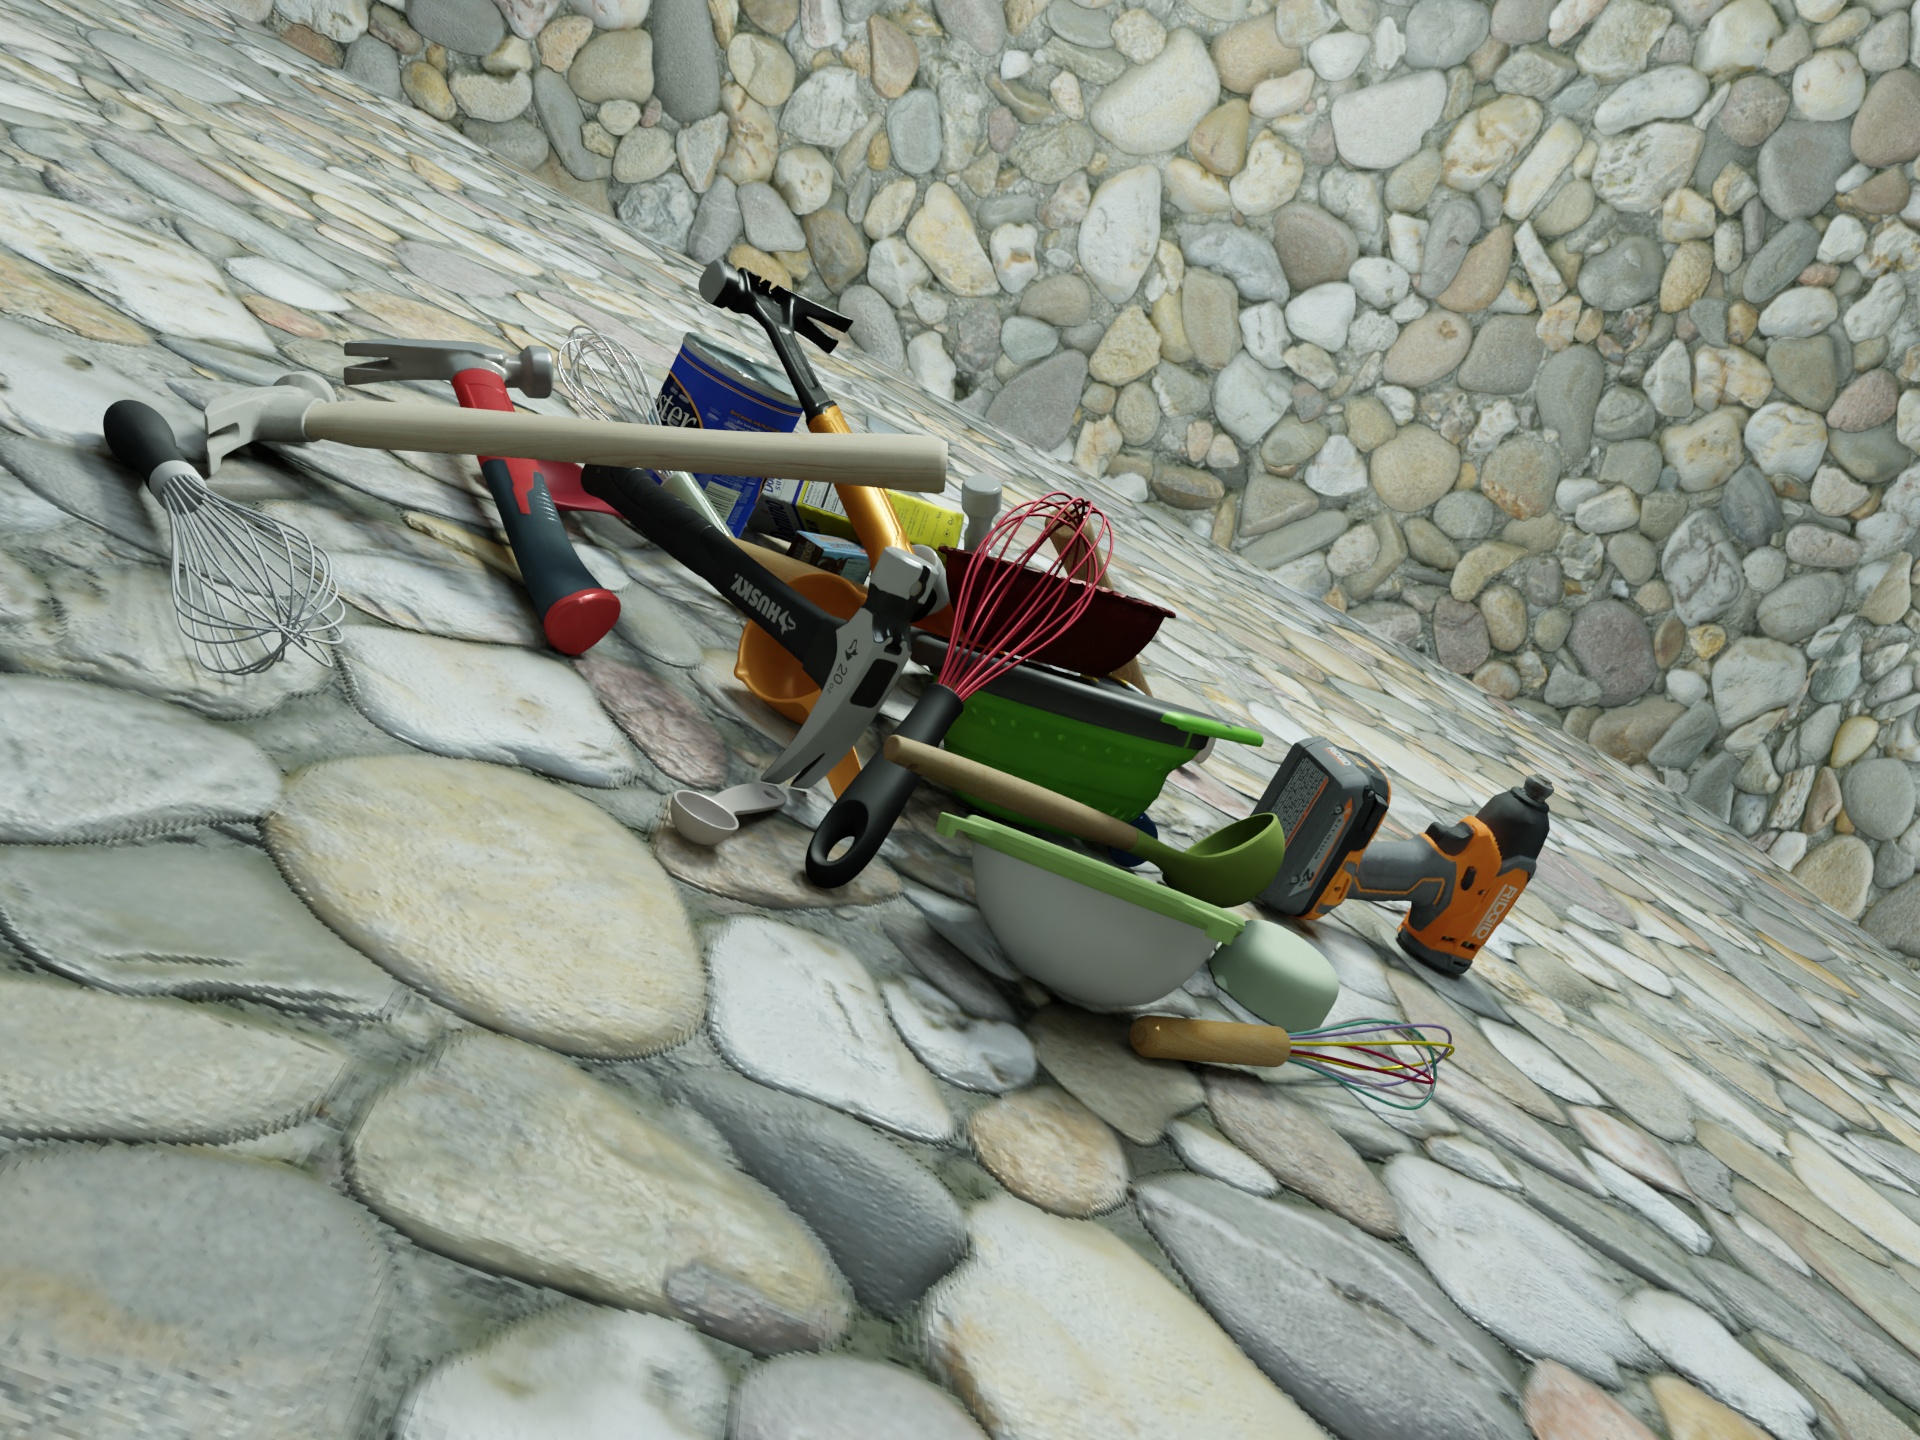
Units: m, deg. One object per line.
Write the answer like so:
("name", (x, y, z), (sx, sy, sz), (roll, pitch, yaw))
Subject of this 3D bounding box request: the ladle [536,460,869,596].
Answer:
("ladle", (-0.177, -0.124, 1.075), (0.315, 0.031, 0.069), (21, 29, 13))

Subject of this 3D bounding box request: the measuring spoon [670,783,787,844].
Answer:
("measuring spoon", (-0.114, 0.047, 0.797), (0.034, 0.018, 0.124), (32, 9, 10))

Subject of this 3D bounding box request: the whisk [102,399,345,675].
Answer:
("whisk", (-0.355, -0.097, 0.737), (0.070, 0.070, 0.285), (13, 18, -46))

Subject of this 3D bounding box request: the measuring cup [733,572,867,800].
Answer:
("measuring cup", (-0.072, -0.006, 0.942), (0.052, 0.095, 0.174), (43, 22, -55))

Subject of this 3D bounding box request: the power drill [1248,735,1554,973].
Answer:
("power drill", (0.328, 0.088, 1.162), (0.226, 0.164, 0.084), (19, 19, -28))

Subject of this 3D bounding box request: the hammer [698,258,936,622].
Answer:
("hammer", (-0.083, -0.193, 1.101), (0.127, 0.034, 0.337), (14, 39, -42))

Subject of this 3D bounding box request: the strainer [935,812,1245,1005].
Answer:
("strainer", (0.073, 0.112, 0.853), (0.151, 0.069, 0.256), (20, -5, 15))

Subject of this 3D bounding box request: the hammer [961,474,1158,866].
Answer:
("hammer", (0.062, -0.030, 1.195), (0.035, 0.144, 0.406), (-8, 37, -12))

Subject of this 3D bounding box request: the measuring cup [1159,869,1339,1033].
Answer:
("measuring cup", (0.174, 0.128, 0.992), (0.083, 0.038, 0.168), (19, 21, -34))

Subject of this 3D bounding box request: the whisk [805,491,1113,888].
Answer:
("whisk", (0.001, -0.025, 0.851), (0.073, 0.073, 0.296), (31, 58, 6))

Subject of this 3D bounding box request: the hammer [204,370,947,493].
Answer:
("hammer", (-0.212, -0.158, 0.918), (0.410, 0.038, 0.146), (4, 20, -3))

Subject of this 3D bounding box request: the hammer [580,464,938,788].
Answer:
("hammer", (-0.144, -0.088, 0.948), (0.035, 0.146, 0.335), (14, 17, -45))

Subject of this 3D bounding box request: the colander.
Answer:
("colander", (-0.002, -0.003, 1.039), (0.397, 0.094, 0.204), (19, 5, 39))

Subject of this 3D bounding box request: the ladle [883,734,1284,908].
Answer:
("ladle", (0.075, 0.048, 0.879), (0.319, 0.078, 0.062), (23, 52, -42))

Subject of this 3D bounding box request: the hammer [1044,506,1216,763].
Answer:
("hammer", (0.117, -0.067, 1.251), (0.130, 0.031, 0.331), (27, -15, 28))

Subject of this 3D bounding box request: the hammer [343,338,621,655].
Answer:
("hammer", (-0.300, -0.156, 1.010), (0.143, 0.038, 0.387), (-3, 35, -25))

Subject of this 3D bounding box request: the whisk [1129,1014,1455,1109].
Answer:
("whisk", (0.184, 0.181, 0.863), (0.244, 0.051, 0.047), (12, -4, -36))

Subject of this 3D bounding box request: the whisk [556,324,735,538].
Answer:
("whisk", (-0.207, -0.176, 1.124), (0.058, 0.059, 0.246), (-32, 86, -36))
